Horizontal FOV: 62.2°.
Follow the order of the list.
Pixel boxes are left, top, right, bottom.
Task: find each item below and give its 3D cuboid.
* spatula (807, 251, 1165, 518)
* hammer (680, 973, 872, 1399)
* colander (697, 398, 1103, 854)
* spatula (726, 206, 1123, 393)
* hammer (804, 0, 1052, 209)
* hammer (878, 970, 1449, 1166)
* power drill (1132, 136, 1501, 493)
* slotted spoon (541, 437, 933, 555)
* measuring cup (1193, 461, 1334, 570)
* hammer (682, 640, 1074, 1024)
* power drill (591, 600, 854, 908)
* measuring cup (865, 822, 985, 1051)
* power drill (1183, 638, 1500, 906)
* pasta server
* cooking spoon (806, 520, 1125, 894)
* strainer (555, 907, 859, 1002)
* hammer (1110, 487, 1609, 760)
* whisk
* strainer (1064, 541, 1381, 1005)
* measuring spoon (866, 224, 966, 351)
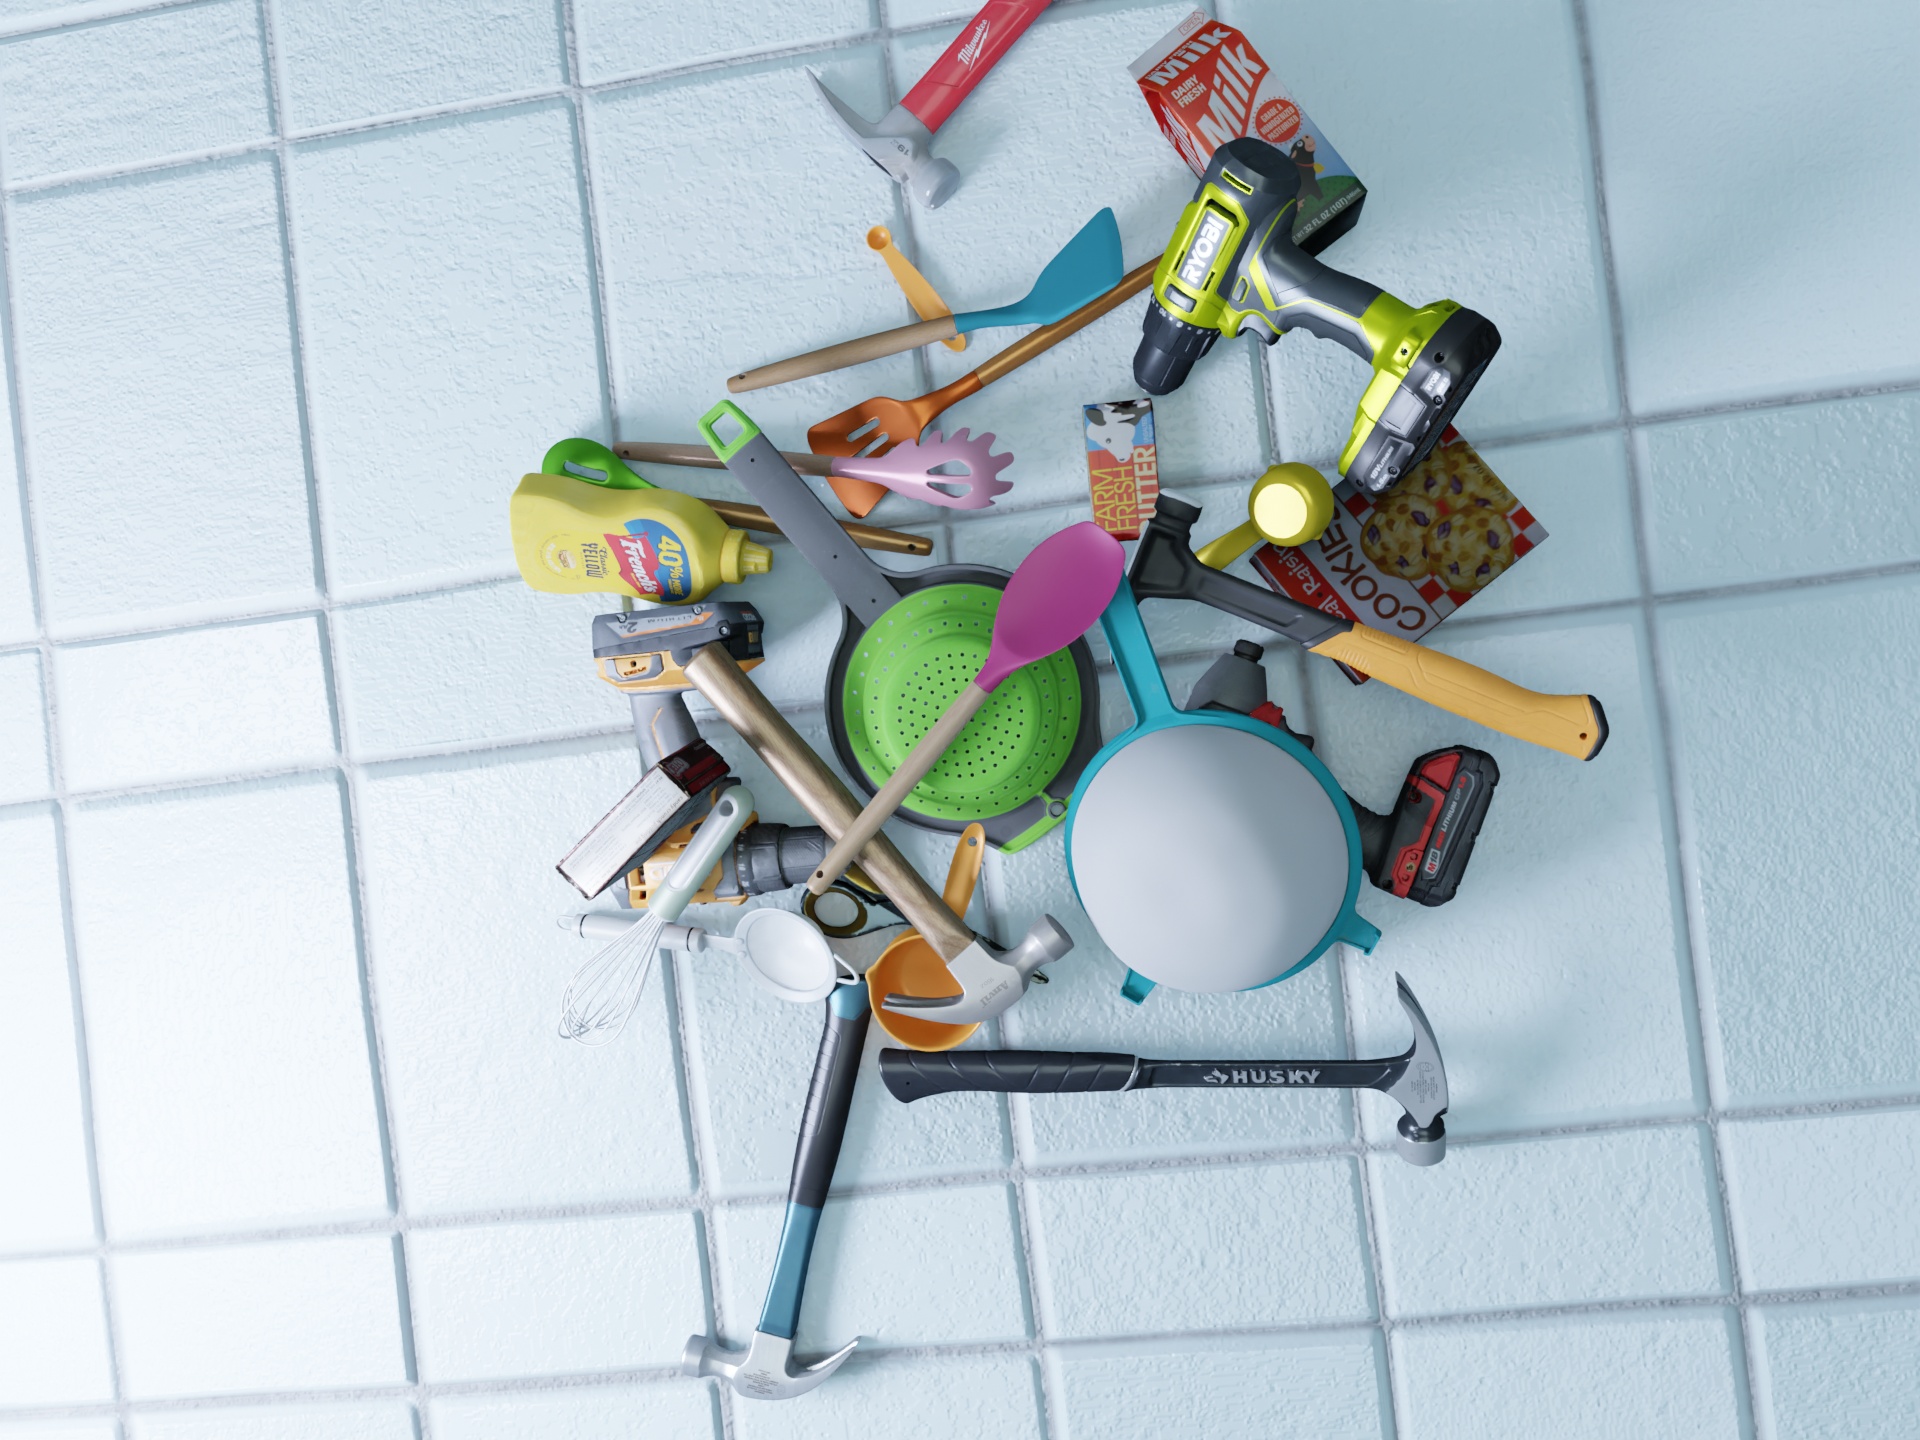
[{"bbox_3d":[0.034,-0.268,1.193,0.322,0.041,0.081,-31,88,2],"label":"spatula"},{"bbox_3d":[-0.115,0.351,1.203,0.128,0.033,0.331,13,91,8],"label":"hammer"},{"bbox_3d":[-0.052,-0.071,1.134,0.204,0.094,0.397,-40,95,5],"label":"colander"},{"bbox_3d":[-0.031,-0.297,1.182,0.317,0.044,0.082,-13,56,13],"label":"spatula"},{"bbox_3d":[0.057,-0.571,1.183,0.143,0.038,0.386,44,95,7],"label":"hammer"},{"bbox_3d":[0.141,0.253,1.152,0.409,0.036,0.149,-2,116,11],"label":"hammer"},{"bbox_3d":[0.231,-0.260,1.094,0.228,0.080,0.190,39,136,14],"label":"power drill"},{"bbox_3d":[-0.175,-0.160,1.215,0.314,0.031,0.070,11,114,5],"label":"slotted spoon"},{"bbox_3d":[0.194,-0.126,1.129,0.156,0.029,0.062,-35,88,37],"label":"measuring cup"},{"bbox_3d":[-0.077,0.078,1.122,0.130,0.031,0.331,-42,89,8],"label":"hammer"},{"bbox_3d":[-0.179,0.026,1.187,0.185,0.084,0.226,-5,93,12],"label":"power drill"},{"bbox_3d":[-0.008,0.153,1.163,0.095,0.052,0.173,17,98,5],"label":"measuring cup"},{"bbox_3d":[0.260,0.037,1.137,0.220,0.078,0.143,20,93,10],"label":"power drill"},{"bbox_3d":[-0.116,-0.194,1.194,0.316,0.040,0.060,7,114,18],"label":"pasta server"},{"bbox_3d":[-0.002,-0.003,1.081,0.069,0.017,0.319,43,99,23],"label":"cooking spoon"},{"bbox_3d":[-0.192,0.165,1.207,0.258,0.050,0.086,5,120,15],"label":"strainer"},{"bbox_3d":[0.270,-0.042,1.085,0.337,0.034,0.127,22,106,9],"label":"hammer"},{"bbox_3d":[-0.221,0.144,1.157,0.058,0.059,0.246,43,108,23],"label":"whisk"},{"bbox_3d":[0.139,0.047,1.074,0.211,0.095,0.340,-17,101,24],"label":"strainer"},{"bbox_3d":[-0.032,-0.327,1.209,0.021,0.011,0.117,-37,89,11],"label":"measuring spoon"}]
